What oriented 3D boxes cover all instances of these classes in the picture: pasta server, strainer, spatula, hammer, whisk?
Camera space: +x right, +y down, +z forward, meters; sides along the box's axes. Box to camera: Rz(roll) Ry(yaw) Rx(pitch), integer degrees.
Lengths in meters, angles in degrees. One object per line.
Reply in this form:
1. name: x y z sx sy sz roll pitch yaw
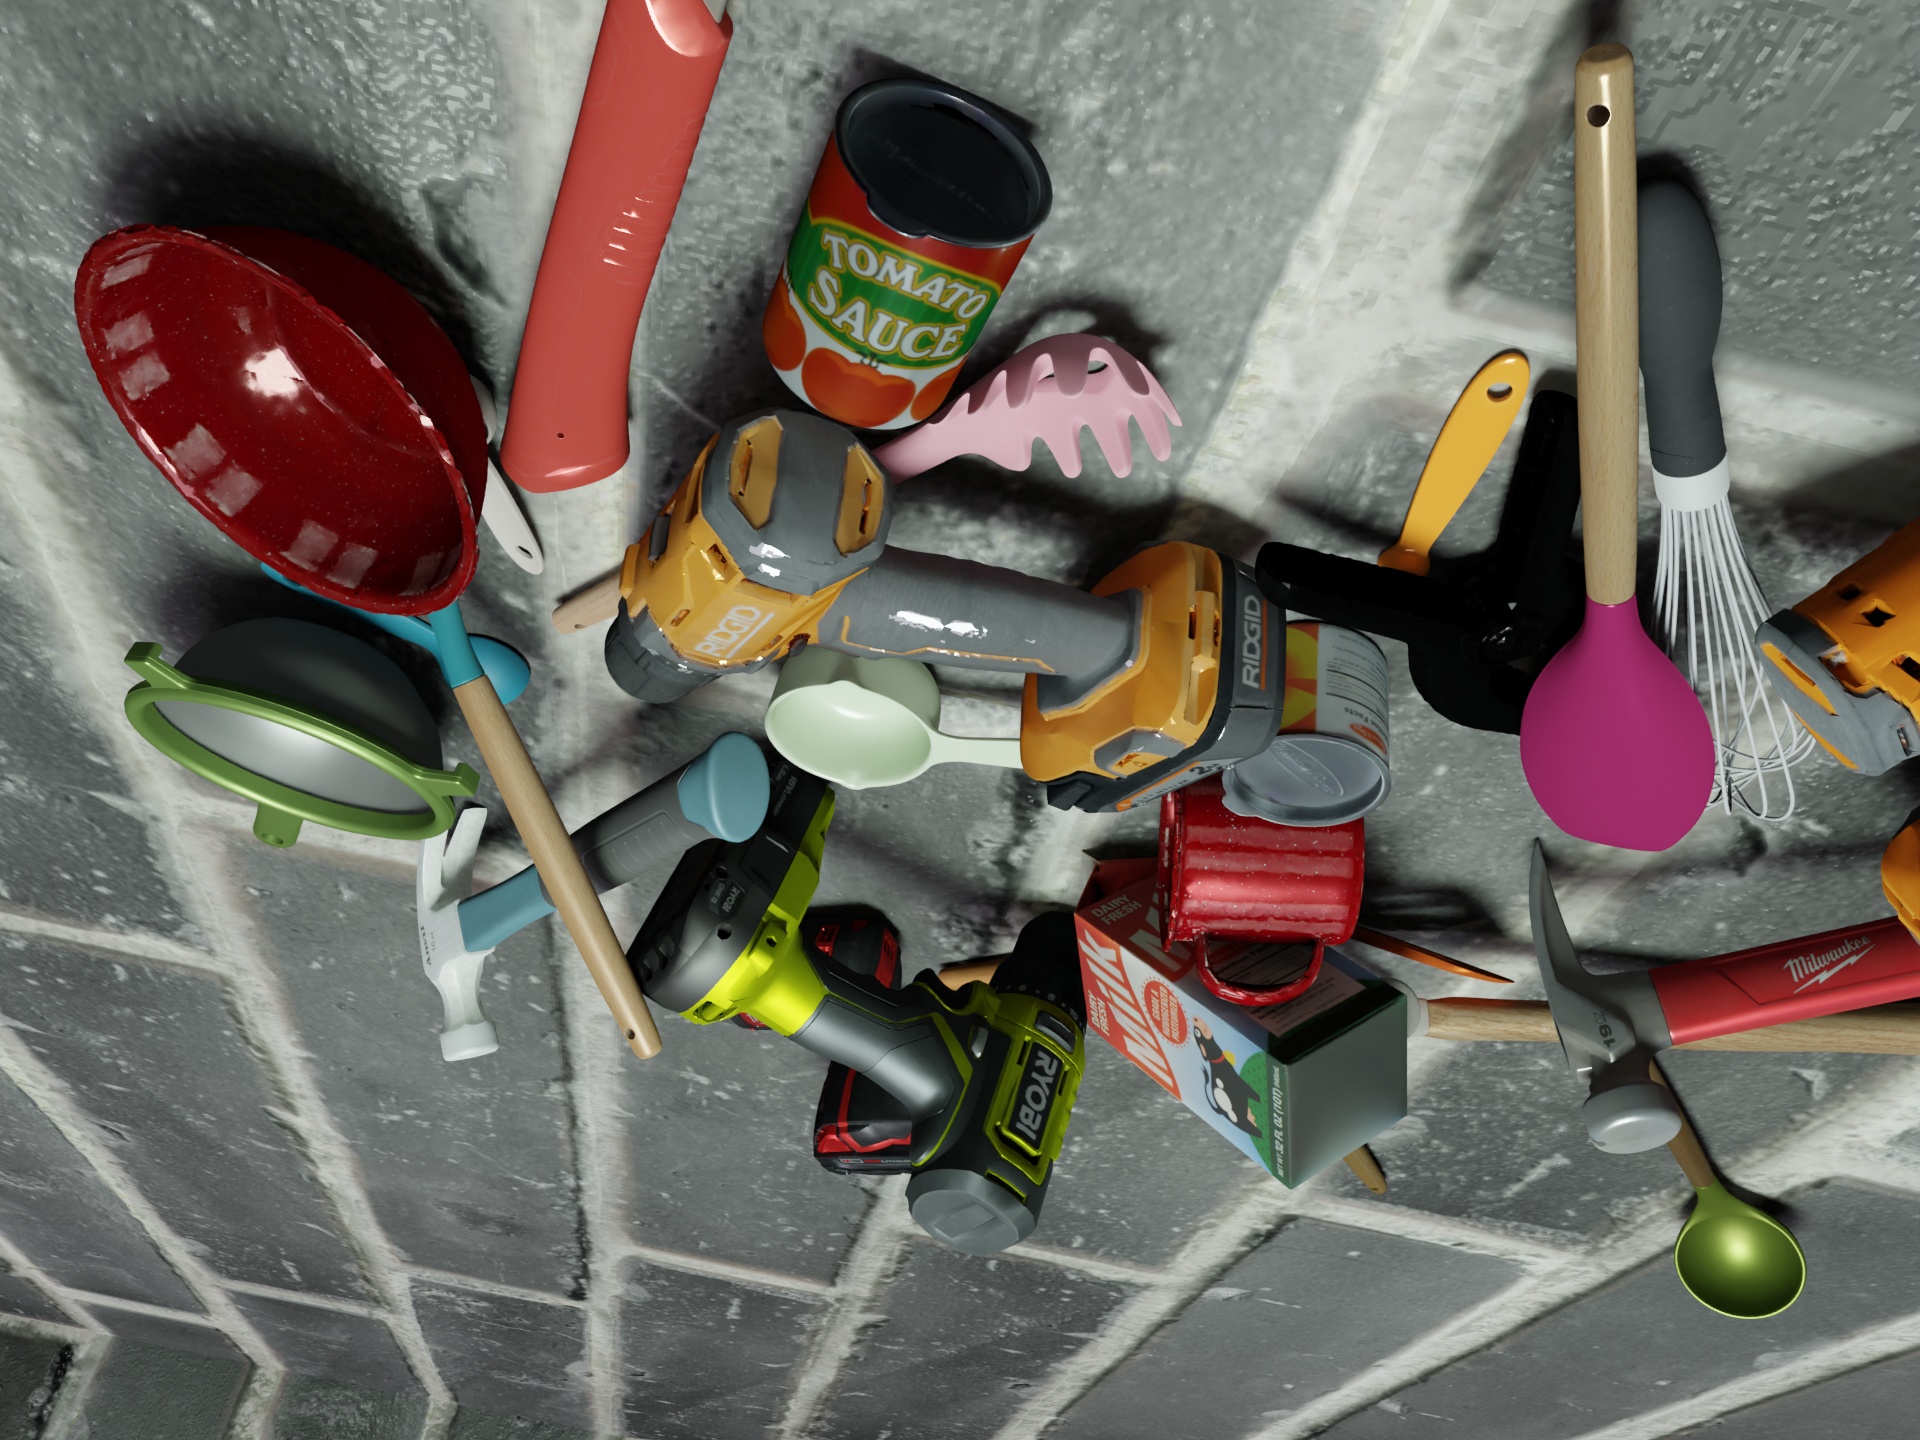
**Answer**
1. pasta server: -0.056 -0.078 0.609 0.316 0.040 0.060 -18 153 36
2. strainer: -0.322 0.010 0.788 0.151 0.069 0.256 24 156 -18
3. spatula: -0.207 0.011 0.678 0.082 0.044 0.317 -18 102 33
4. hammer: -0.189 0.075 0.769 0.033 0.128 0.331 -5 165 -42
5. whisk: 0.252 -0.060 0.540 0.070 0.070 0.284 -8 136 24
6. spatula: 0.125 0.134 0.855 0.322 0.041 0.081 -12 163 31
7. hammer: 0.341 0.151 0.794 0.331 0.031 0.130 2 167 -2
8. hammer: -0.099 -0.191 0.463 0.149 0.037 0.359 21 143 -14
9. hammer: 0.442 0.073 0.660 0.386 0.143 0.038 -16 140 16

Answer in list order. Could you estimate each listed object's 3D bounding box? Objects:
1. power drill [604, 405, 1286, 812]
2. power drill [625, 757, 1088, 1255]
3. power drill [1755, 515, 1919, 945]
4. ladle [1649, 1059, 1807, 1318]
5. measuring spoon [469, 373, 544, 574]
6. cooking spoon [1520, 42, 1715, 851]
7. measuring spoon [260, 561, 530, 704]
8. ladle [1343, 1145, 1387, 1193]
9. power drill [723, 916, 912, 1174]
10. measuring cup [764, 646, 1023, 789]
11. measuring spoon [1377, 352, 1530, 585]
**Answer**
1. power drill: -0.017 -0.028 0.599 0.226 0.084 0.185 15 157 -23
2. power drill: -0.032 0.124 0.785 0.228 0.191 0.080 38 133 -13
3. power drill: 0.384 -0.003 0.546 0.164 0.084 0.226 -36 127 12
4. ladle: 0.444 0.277 0.962 0.078 0.062 0.319 -16 135 29
5. measuring spoon: -0.186 -0.099 0.637 0.034 0.018 0.124 19 154 13
6. cooking spoon: 0.210 -0.061 0.514 0.069 0.017 0.318 10 140 31
7. measuring spoon: -0.261 -0.037 0.731 0.128 0.021 0.042 27 142 -22
8. ladle: 0.220 0.236 0.989 0.069 0.031 0.315 -9 142 27
9. power drill: -0.077 0.195 0.968 0.143 0.079 0.219 -7 139 23
10. measuring cup: -0.001 -0.002 0.702 0.167 0.038 0.083 5 145 4
11. measuring spoon: 0.174 -0.084 0.563 0.021 0.011 0.116 11 145 -1
